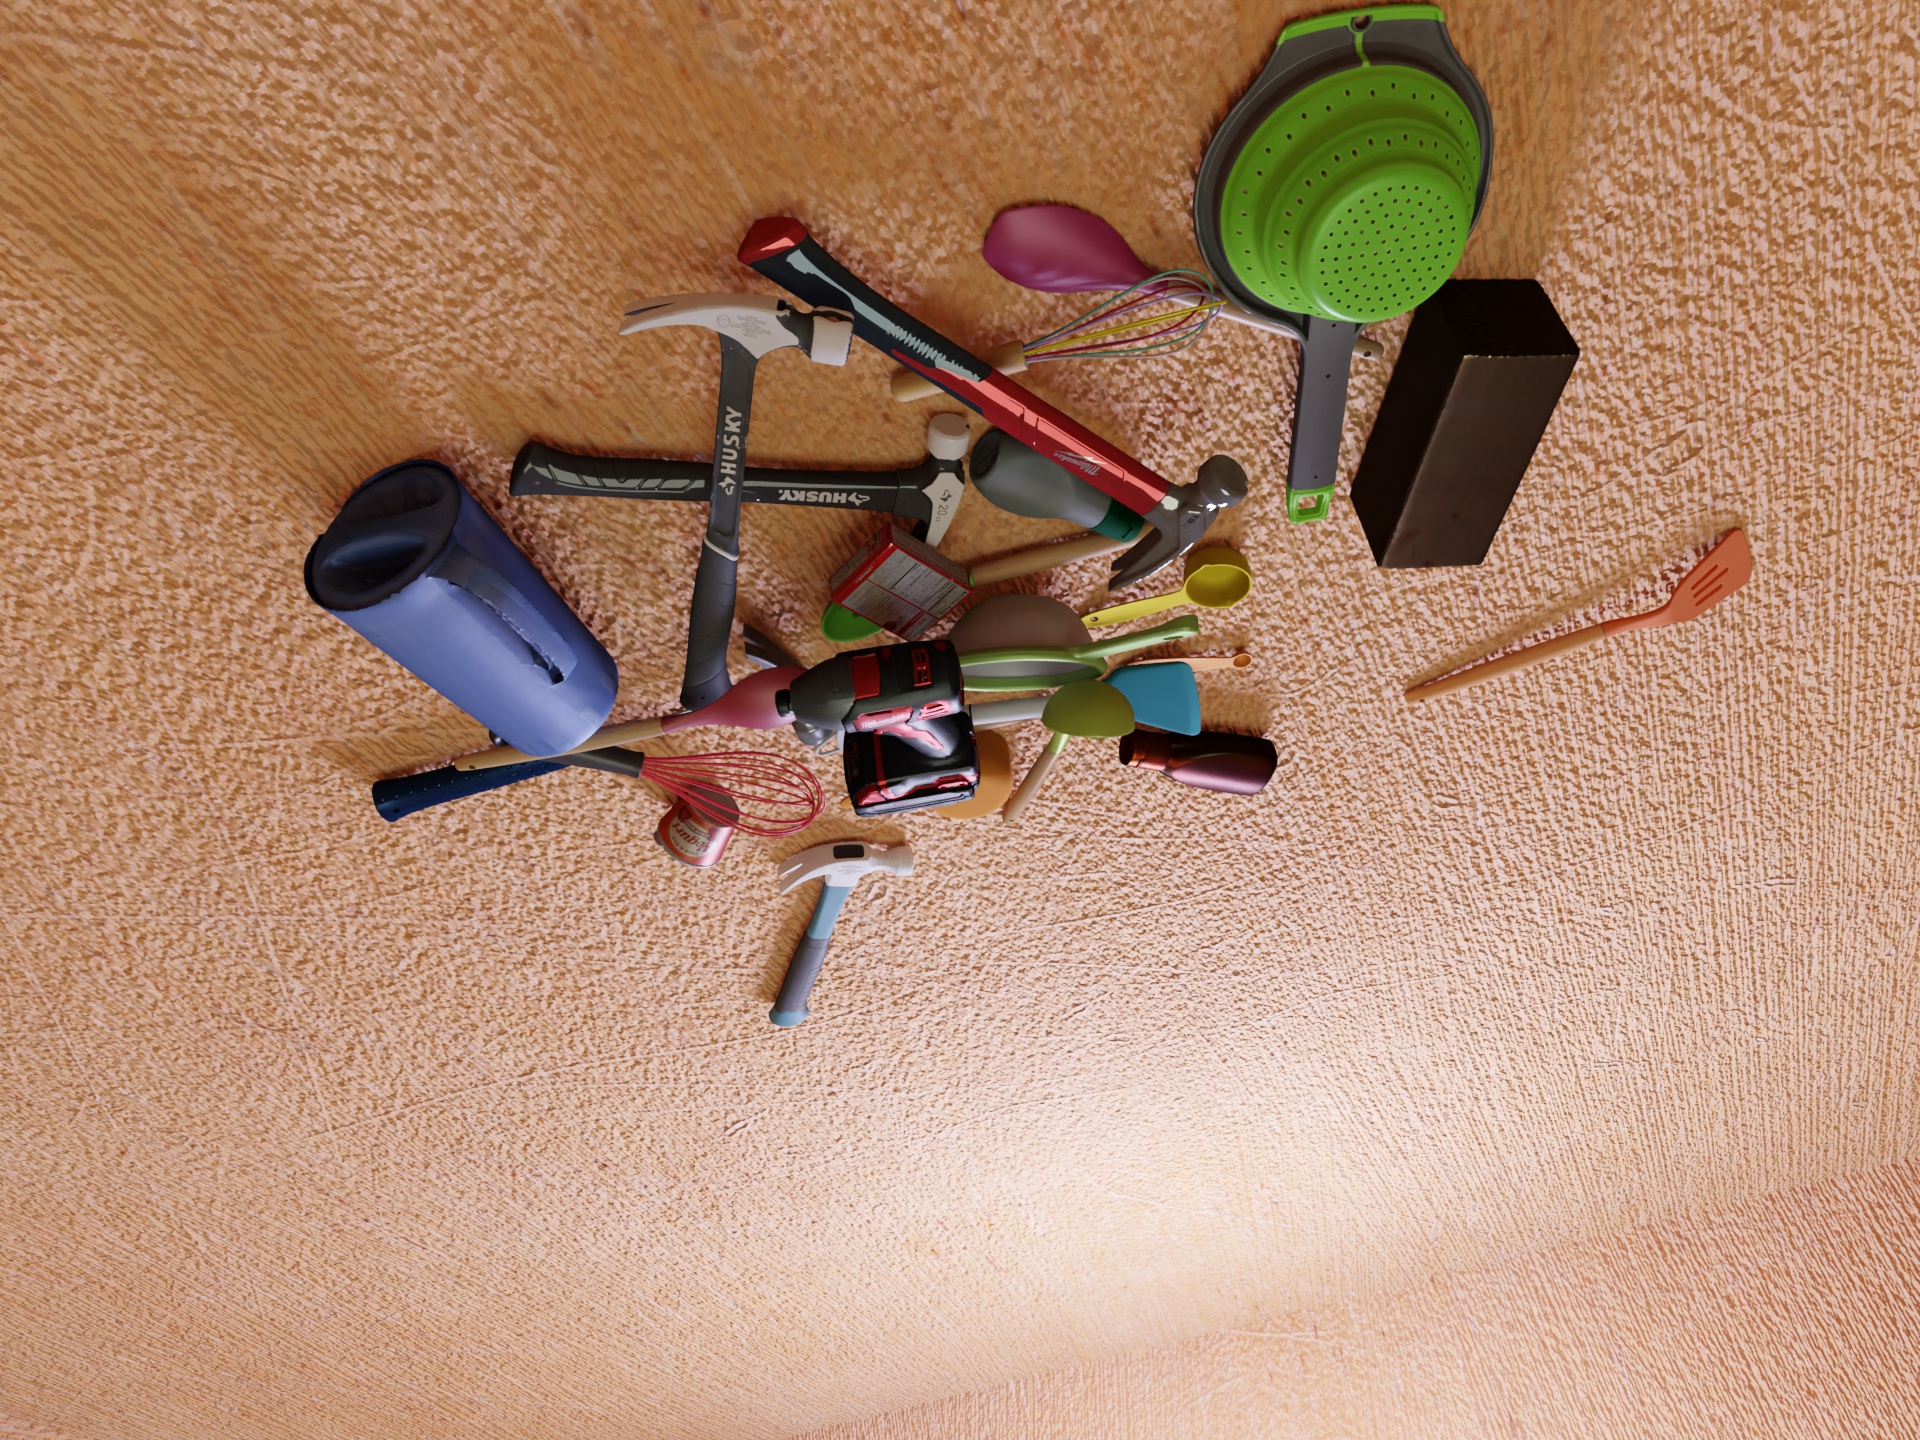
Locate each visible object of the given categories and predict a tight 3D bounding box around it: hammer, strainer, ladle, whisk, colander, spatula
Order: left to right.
[{"bbox_3d":[-0.325,0.017,1.394,0.405,0.035,0.143,-15,141,7],"label":"hammer"},{"bbox_3d":[-0.267,0.007,1.298,0.315,0.031,0.069,-11,143,9],"label":"ladle"},{"bbox_3d":[-0.257,0.044,1.370,0.295,0.073,0.073,15,136,-18],"label":"whisk"},{"bbox_3d":[-0.180,-0.142,1.168,0.149,0.036,0.408,9,140,-7],"label":"hammer"},{"bbox_3d":[-0.166,-0.174,1.195,0.334,0.035,0.146,1,139,-12],"label":"hammer"},{"bbox_3d":[-0.152,0.233,1.692,0.128,0.033,0.330,5,139,-17],"label":"hammer"},{"bbox_3d":[-0.002,-0.005,1.410,0.258,0.050,0.086,-7,142,4],"label":"strainer"},{"bbox_3d":[0.010,-0.221,1.113,0.386,0.038,0.143,28,139,-22],"label":"hammer"},{"bbox_3d":[0.055,-0.002,1.439,0.317,0.044,0.082,-11,127,4],"label":"spatula"},{"bbox_3d":[0.081,0.045,1.435,0.078,0.062,0.320,-1,157,-13],"label":"ladle"},{"bbox_3d":[0.065,-0.263,1.110,0.245,0.047,0.051,-11,129,18],"label":"whisk"},{"bbox_3d":[0.083,-0.077,1.284,0.256,0.069,0.151,-12,167,43],"label":"strainer"},{"bbox_3d":[0.266,-0.271,1.088,0.204,0.095,0.396,-9,136,-4],"label":"colander"},{"bbox_3d":[0.564,-0.081,1.462,0.322,0.041,0.080,-21,140,21],"label":"spatula"}]

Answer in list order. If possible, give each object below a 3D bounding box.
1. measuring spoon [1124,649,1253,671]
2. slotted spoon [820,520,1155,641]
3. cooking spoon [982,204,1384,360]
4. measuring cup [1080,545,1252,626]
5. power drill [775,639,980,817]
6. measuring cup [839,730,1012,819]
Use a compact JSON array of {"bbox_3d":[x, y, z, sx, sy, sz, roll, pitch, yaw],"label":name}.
[{"bbox_3d":[0.205,-0.054,1.435,0.117,0.011,0.021,-4,140,-1],"label":"measuring spoon"},{"bbox_3d":[0.035,-0.123,1.302,0.314,0.031,0.070,-15,149,3],"label":"slotted spoon"},{"bbox_3d":[0.165,-0.299,1.120,0.318,0.017,0.068,10,139,-21],"label":"cooking spoon"},{"bbox_3d":[0.171,-0.111,1.352,0.156,0.029,0.062,-14,142,25],"label":"measuring cup"},{"bbox_3d":[-0.060,0.005,1.277,0.143,0.079,0.219,-10,158,4],"label":"power drill"},{"bbox_3d":[-0.033,0.068,1.498,0.173,0.052,0.095,-21,139,11],"label":"measuring cup"}]
